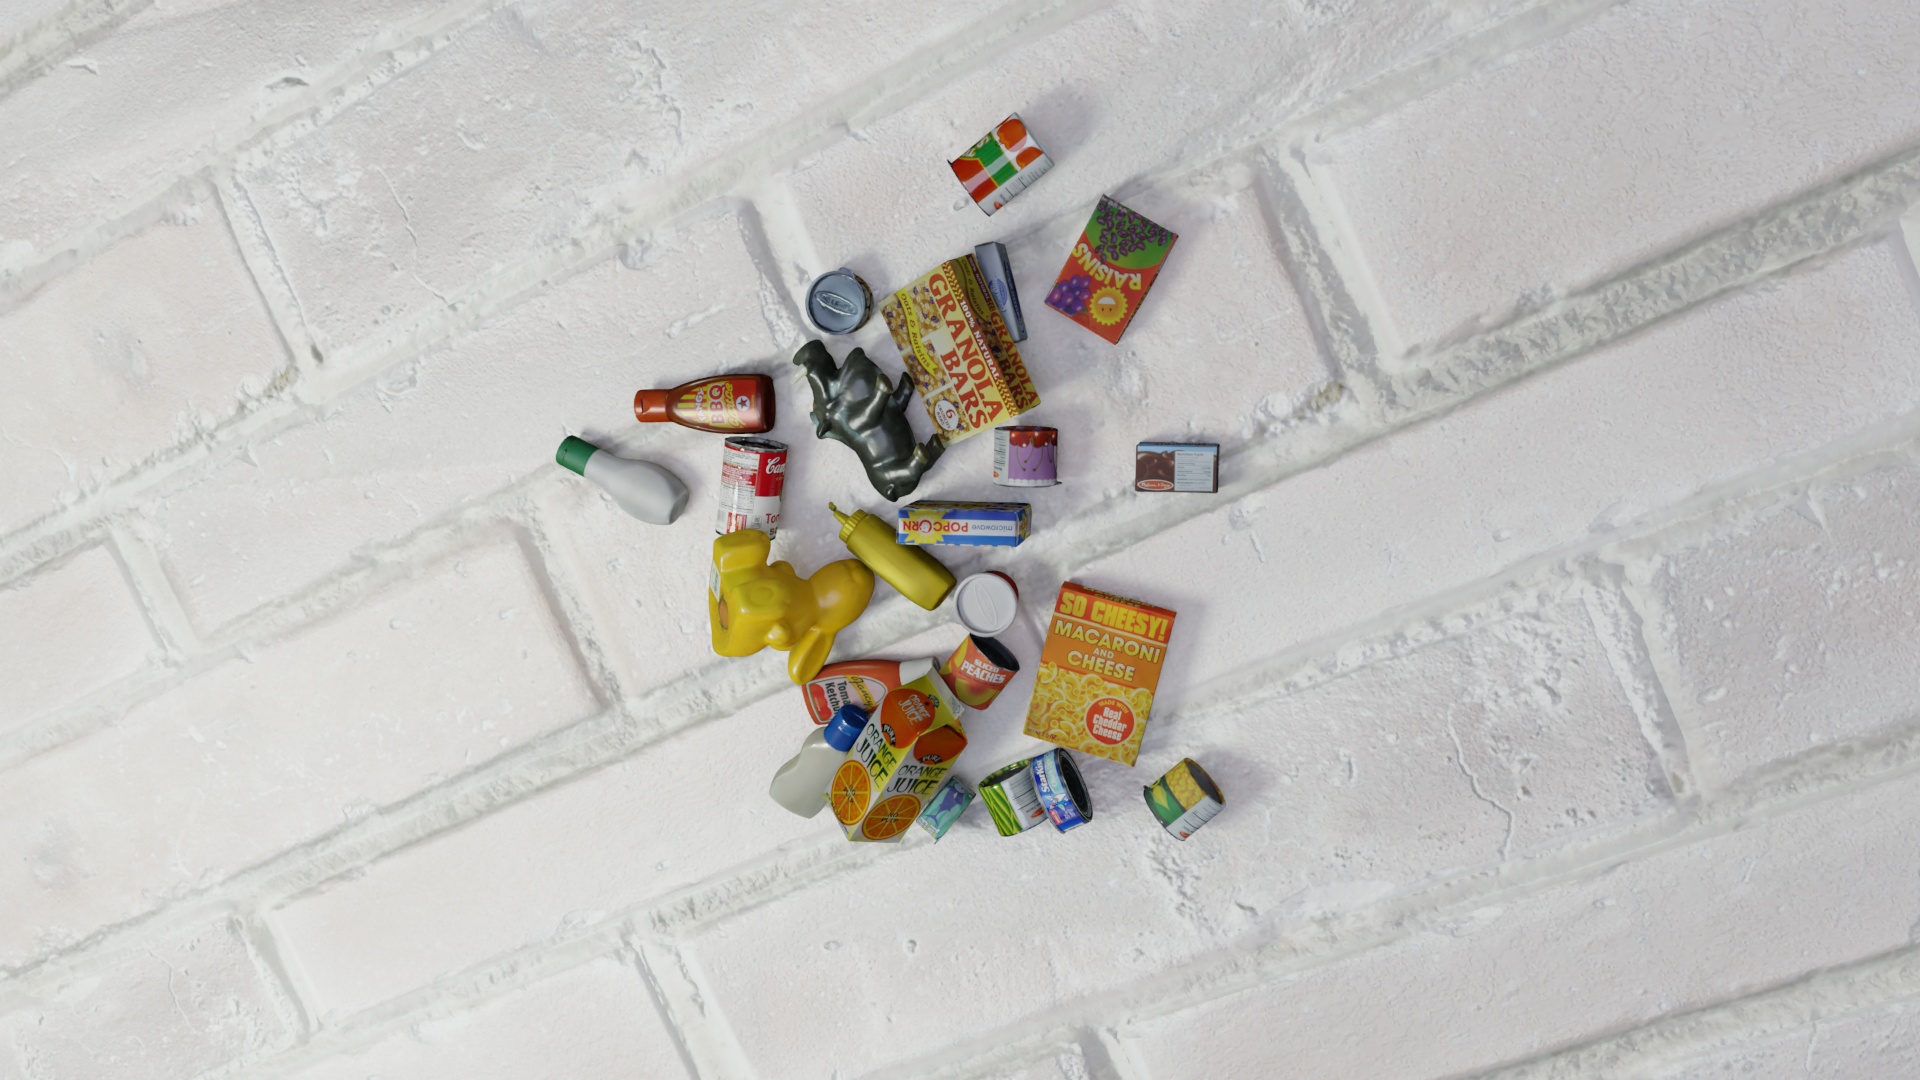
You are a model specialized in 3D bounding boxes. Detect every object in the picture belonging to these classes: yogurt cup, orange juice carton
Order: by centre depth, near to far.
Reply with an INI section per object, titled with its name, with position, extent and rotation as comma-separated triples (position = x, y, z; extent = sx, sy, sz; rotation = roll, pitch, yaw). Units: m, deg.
[yogurt cup]
position = 0.030, 0.063, 1.459
extent = 0.072, 0.054, 0.072
rotation = 2, 100, 11
[orange juice carton]
position = -0.060, 0.226, 1.461
extent = 0.192, 0.073, 0.072
rotation = -57, 45, 21

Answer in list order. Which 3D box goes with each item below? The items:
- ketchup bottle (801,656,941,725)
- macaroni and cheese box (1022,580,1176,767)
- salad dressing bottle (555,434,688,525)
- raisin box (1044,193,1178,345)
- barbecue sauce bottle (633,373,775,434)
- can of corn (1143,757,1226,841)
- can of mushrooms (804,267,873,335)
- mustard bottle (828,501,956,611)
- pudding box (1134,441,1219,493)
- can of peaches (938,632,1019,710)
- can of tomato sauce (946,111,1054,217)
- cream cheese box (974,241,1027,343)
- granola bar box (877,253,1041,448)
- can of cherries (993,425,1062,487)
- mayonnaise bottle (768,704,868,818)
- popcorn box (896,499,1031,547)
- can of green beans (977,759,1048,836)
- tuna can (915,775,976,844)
[ketchup bottle]
position = -0.095, 0.156, 1.505
extent = 0.149, 0.044, 0.064
rotation = -13, 106, 13
[macaroni and cheese box]
position = 0.145, 0.138, 1.455
extent = 0.124, 0.040, 0.166
rotation = 15, 102, 9
[salad dressing bottle]
position = -0.372, -0.069, 1.526
extent = 0.148, 0.044, 0.064
rotation = 27, 105, 7
[raisin box]
position = 0.151, -0.270, 1.388
extent = 0.086, 0.040, 0.123
rotation = 31, 104, 4
[barbecue sauce bottle]
position = -0.275, -0.146, 1.493
extent = 0.148, 0.044, 0.064
rotation = 0, 96, 12
[can of corn]
position = 0.232, 0.267, 1.446
extent = 0.058, 0.071, 0.071
rotation = -42, 89, 14
[can of mushrooms]
position = -0.125, -0.250, 1.450
extent = 0.071, 0.033, 0.071
rotation = 2, 100, 12
[mustard bottle]
position = -0.079, 0.011, 1.471
extent = 0.160, 0.065, 0.048
rotation = 37, 99, 10
[pudding box]
position = 0.220, -0.075, 1.410
extent = 0.084, 0.030, 0.049
rotation = 2, 101, 11
[can of peaches]
position = 0.019, 0.138, 1.465
extent = 0.071, 0.071, 0.058
rotation = 39, 106, 3
[can of tomato sauce]
position = 0.040, -0.375, 1.379
extent = 0.083, 0.071, 0.071
rotation = -36, 91, 14
[cream cheese box]
position = 0.042, -0.250, 1.406
extent = 0.024, 0.053, 0.103
rotation = -12, 97, 15
[granola bar box]
position = -0.002, -0.190, 1.402
extent = 0.124, 0.039, 0.165
rotation = -21, 96, 49
[can of cherries]
position = 0.069, -0.086, 1.422
extent = 0.071, 0.071, 0.058
rotation = 2, 99, 11
[mayonnaise bottle]
position = -0.150, 0.238, 1.512
extent = 0.065, 0.041, 0.147
rotation = 32, 120, -8
[popcorn box]
position = 0.005, -0.018, 1.435
extent = 0.127, 0.085, 0.038
rotation = 2, 99, 12
[can of green beans]
position = 0.059, 0.274, 1.481
extent = 0.071, 0.071, 0.058
rotation = -25, 93, 14
[tuna can]
position = -0.017, 0.291, 1.498
extent = 0.033, 0.071, 0.071
rotation = 40, 105, 5
